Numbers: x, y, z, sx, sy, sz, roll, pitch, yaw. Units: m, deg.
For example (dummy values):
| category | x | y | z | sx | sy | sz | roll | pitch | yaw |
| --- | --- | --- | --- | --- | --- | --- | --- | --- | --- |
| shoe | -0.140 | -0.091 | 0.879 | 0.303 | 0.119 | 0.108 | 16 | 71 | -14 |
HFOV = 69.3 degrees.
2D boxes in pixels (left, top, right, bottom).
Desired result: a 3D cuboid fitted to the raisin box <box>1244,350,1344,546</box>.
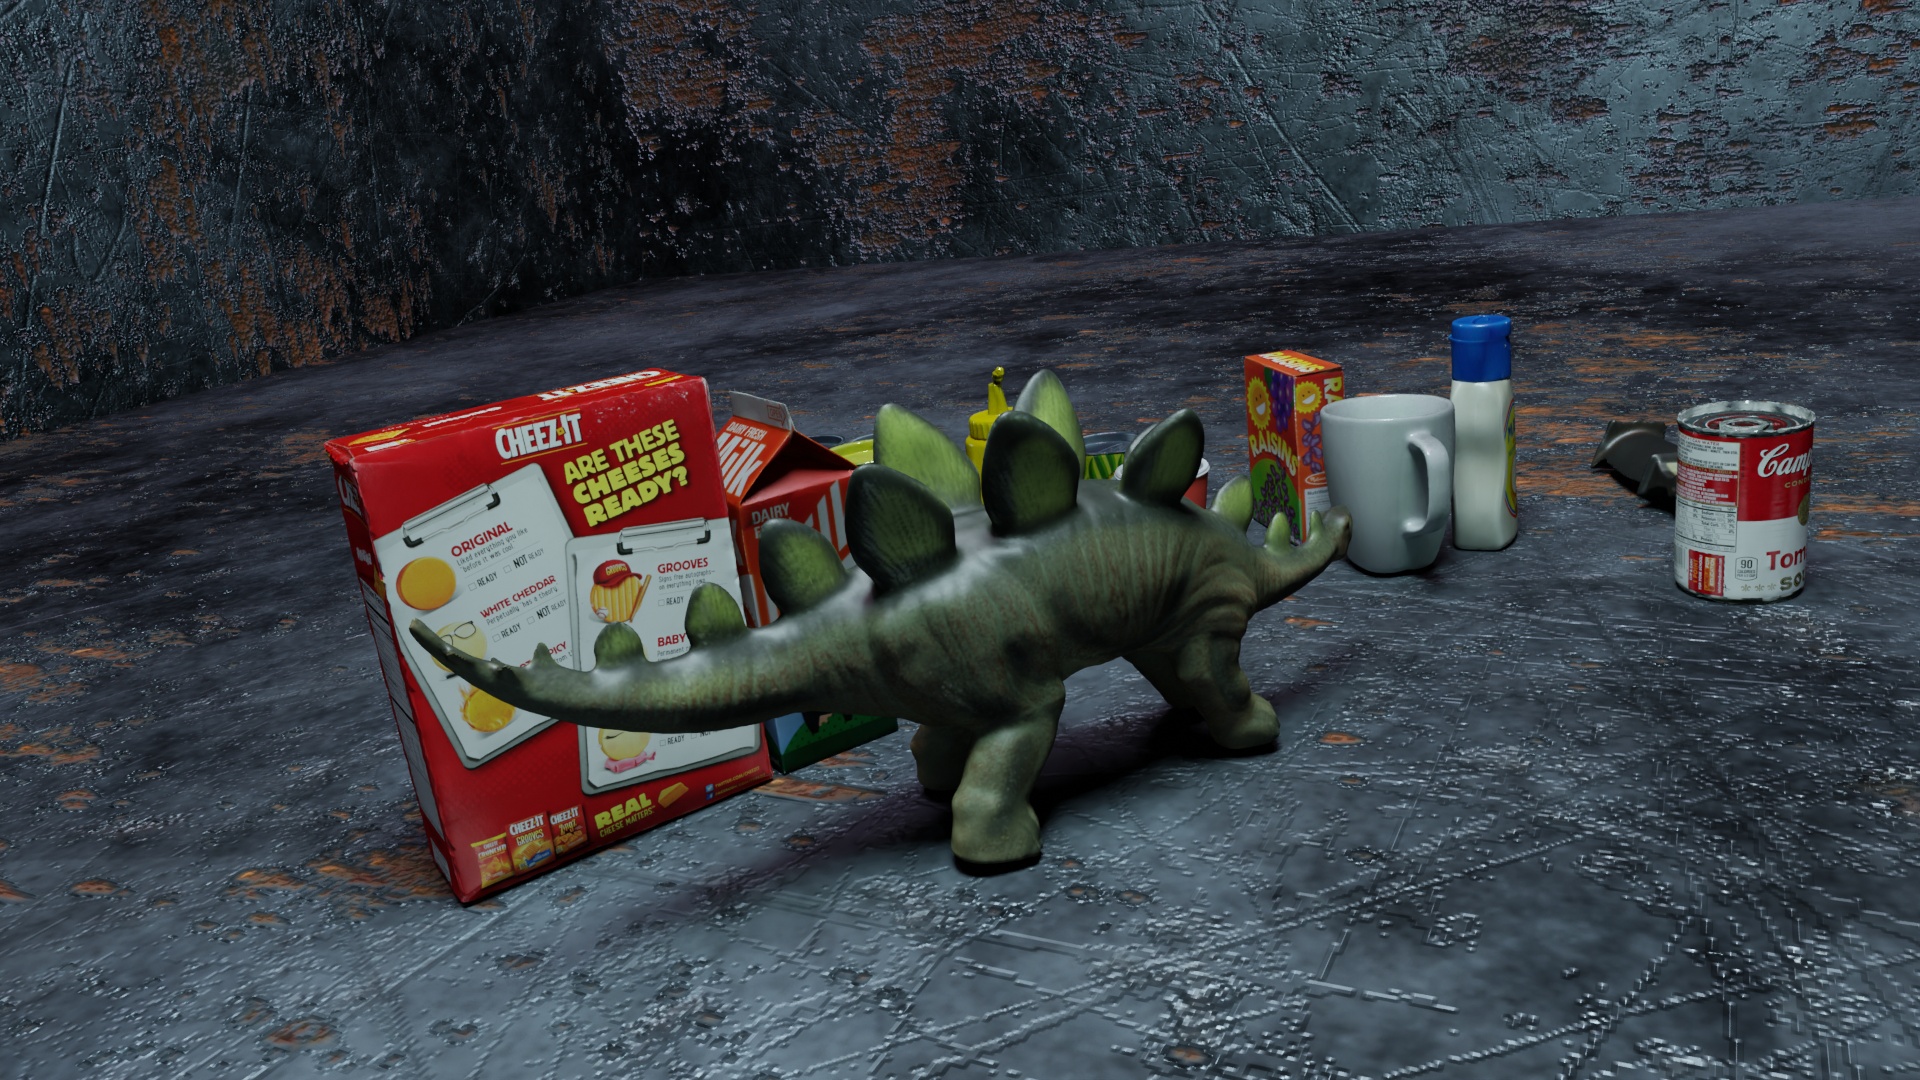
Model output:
| category | x | y | z | sx | sy | sz | roll | pitch | yaw |
| --- | --- | --- | --- | --- | --- | --- | --- | --- | --- |
| raisin box | 0.237 | -0.066 | 0.977 | 0.040 | 0.123 | 0.086 | -10 | 17 | -9 |

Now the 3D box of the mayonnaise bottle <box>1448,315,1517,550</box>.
| category | x | y | z | sx | sy | sz | roll | pitch | yaw |
| --- | --- | --- | --- | --- | --- | --- | --- | --- | --- |
| mayonnaise bottle | 0.342 | -0.071 | 0.910 | 0.041 | 0.147 | 0.065 | 2 | 19 | 29 |

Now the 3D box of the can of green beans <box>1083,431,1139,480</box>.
| category | x | y | z | sx | sy | sz | roll | pitch | yaw |
| --- | --- | --- | --- | --- | --- | --- | --- | --- | --- |
| can of green beans | 0.116 | -0.049 | 1.080 | 0.071 | 0.057 | 0.071 | -7 | 17 | 2 |

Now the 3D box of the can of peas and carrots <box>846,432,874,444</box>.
| category | x | y | z | sx | sy | sz | roll | pitch | yaw |
| --- | --- | --- | --- | --- | --- | --- | --- | --- | --- |
| can of peas and carrots | -0.058 | -0.058 | 1.176 | 0.071 | 0.058 | 0.071 | -7 | 17 | 2 |

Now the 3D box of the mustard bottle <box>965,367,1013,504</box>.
| category | x | y | z | sx | sy | sz | roll | pitch | yaw |
| --- | --- | --- | --- | --- | --- | --- | --- | --- | --- |
| mustard bottle | 0.030 | -0.034 | 0.896 | 0.049 | 0.159 | 0.065 | -3 | 17 | 14 |

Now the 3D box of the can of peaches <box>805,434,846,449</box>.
| category | x | y | z | sx | sy | sz | roll | pitch | yaw |
| --- | --- | --- | --- | --- | --- | --- | --- | --- | --- |
| can of peaches | -0.130 | -0.056 | 1.199 | 0.071 | 0.058 | 0.071 | -7 | 17 | 2 |

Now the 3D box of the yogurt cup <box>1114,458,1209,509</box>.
| category | x | y | z | sx | sy | sz | roll | pitch | yaw |
| --- | --- | --- | --- | --- | --- | --- | --- | --- | --- |
| yogurt cup | 0.148 | -0.028 | 1.007 | 0.072 | 0.053 | 0.072 | -7 | 17 | 2 |

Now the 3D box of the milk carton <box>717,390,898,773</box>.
| category | x | y | z | sx | sy | sz | roll | pitch | yaw |
| --- | --- | --- | --- | --- | --- | --- | --- | --- | --- |
| milk carton | -0.092 | 0.017 | 0.735 | 0.074 | 0.190 | 0.072 | -18 | 20 | -30 |

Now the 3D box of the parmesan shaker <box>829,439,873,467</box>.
| category | x | y | z | sx | sy | sz | roll | pitch | yaw |
| --- | --- | --- | --- | --- | --- | --- | --- | --- | --- |
| parmesan shaker | -0.060 | -0.012 | 0.958 | 0.071 | 0.102 | 0.071 | -7 | 17 | 2 |
